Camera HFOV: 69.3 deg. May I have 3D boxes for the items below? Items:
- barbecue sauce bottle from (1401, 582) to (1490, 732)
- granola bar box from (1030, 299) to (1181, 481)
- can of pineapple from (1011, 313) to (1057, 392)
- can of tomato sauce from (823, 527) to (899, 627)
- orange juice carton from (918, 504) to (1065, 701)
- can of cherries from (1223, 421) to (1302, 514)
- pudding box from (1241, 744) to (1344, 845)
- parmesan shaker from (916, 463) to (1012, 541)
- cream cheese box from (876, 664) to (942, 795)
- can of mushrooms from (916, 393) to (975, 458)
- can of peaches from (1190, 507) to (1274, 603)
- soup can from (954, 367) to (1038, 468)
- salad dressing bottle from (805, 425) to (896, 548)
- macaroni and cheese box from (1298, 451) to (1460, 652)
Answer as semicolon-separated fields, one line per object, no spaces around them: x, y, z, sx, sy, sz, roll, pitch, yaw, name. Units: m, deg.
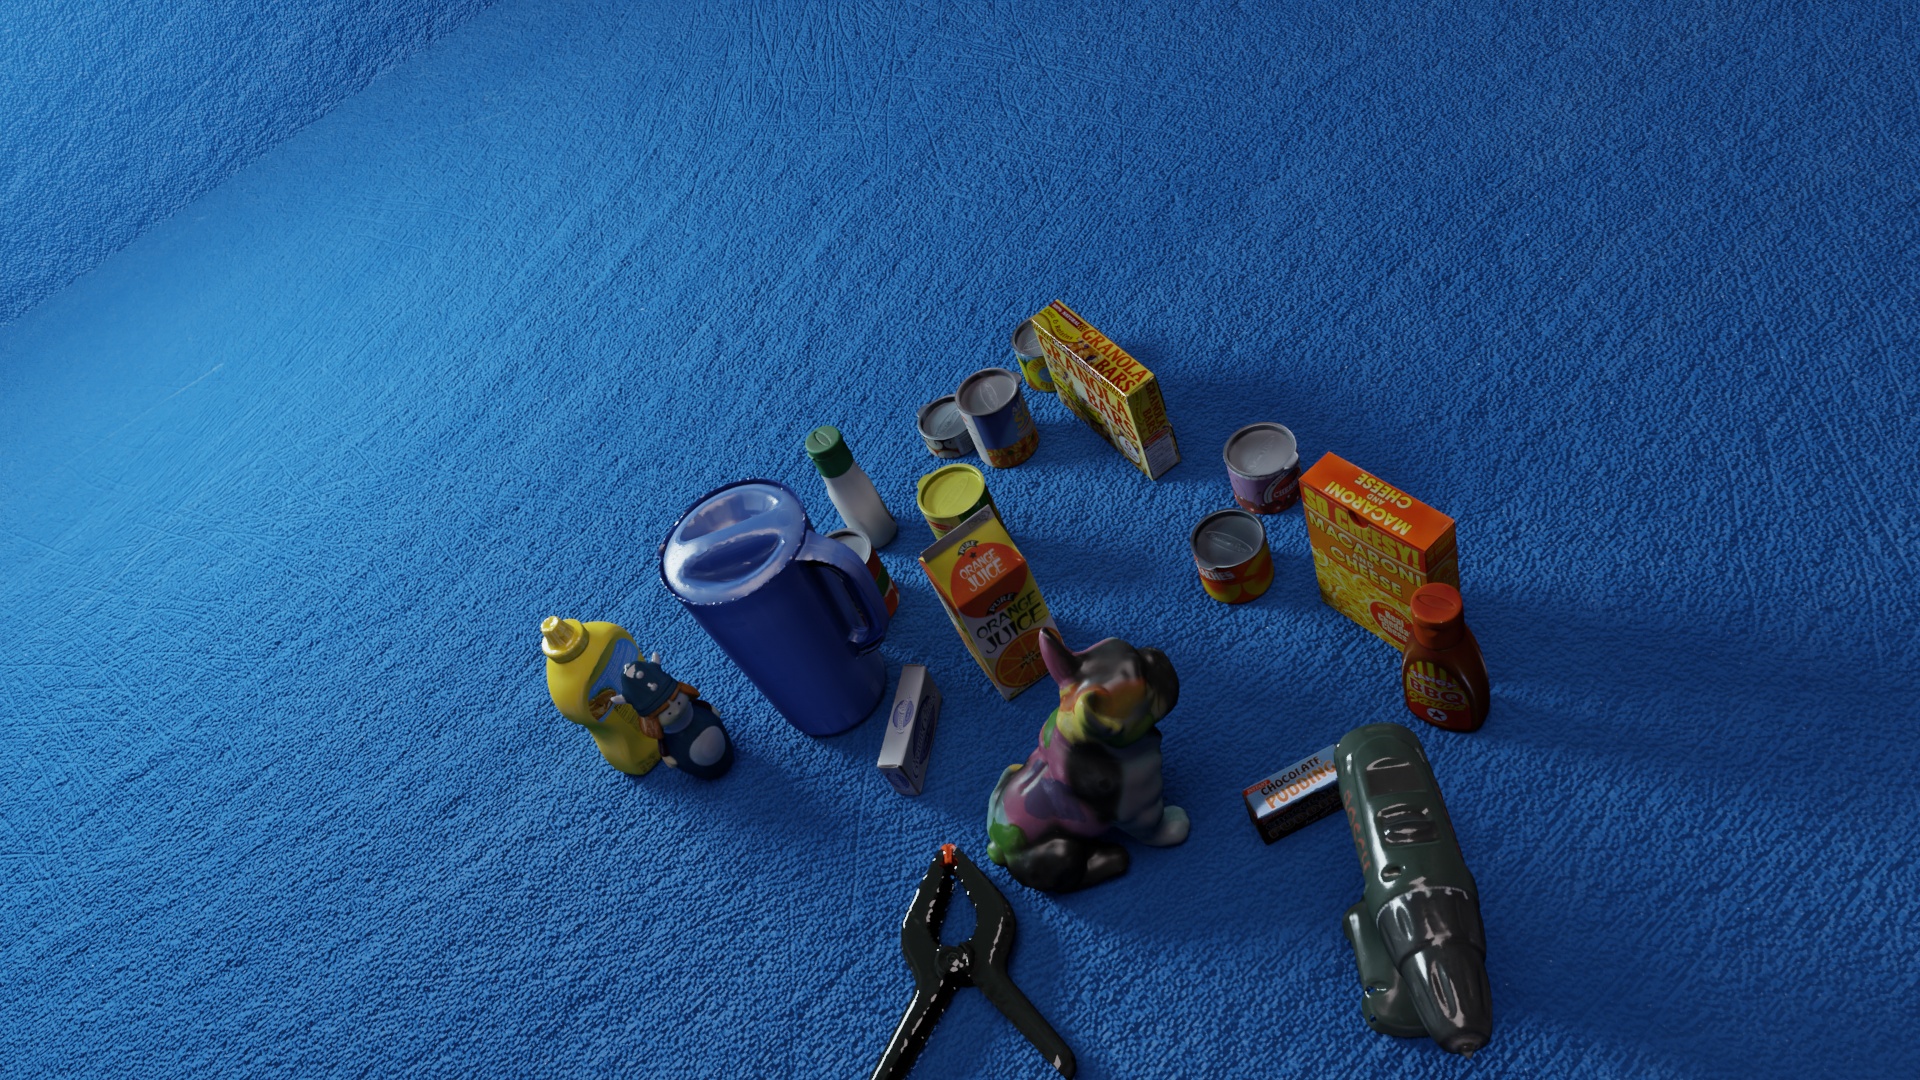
0.367;0.089;1.056;0.065;0.148;0.044;18;61;34;barbecue sauce bottle
0.143;-0.149;1.367;0.039;0.123;0.166;-35;47;-8;granola bar box
0.093;-0.198;1.475;0.071;0.057;0.071;-12;49;14;can of pineapple
-0.103;0.041;1.338;0.071;0.082;0.071;-12;49;14;can of tomato sauce
0.025;0.048;1.203;0.072;0.191;0.073;-34;47;-7;orange juice carton
0.283;-0.065;1.283;0.071;0.058;0.072;-12;49;14;can of cherries
0.264;0.197;1.076;0.084;0.049;0.030;-26;47;0;pudding box
0.005;-0.017;1.328;0.071;0.102;0.072;-12;49;14;parmesan shaker
-0.043;0.167;1.227;0.024;0.053;0.104;-2;51;21;cream cheese box
-0.011;-0.121;1.470;0.071;0.033;0.071;-12;48;14;can of mushrooms
0.240;0.016;1.232;0.071;0.057;0.071;-12;49;14;can of peaches
0.041;-0.125;1.417;0.071;0.083;0.072;-12;49;14;soup can
-0.109;-0.052;1.375;0.044;0.147;0.064;-39;48;-11;salad dressing bottle
0.339;0.020;1.114;0.040;0.165;0.124;-41;48;-13;macaroni and cheese box
